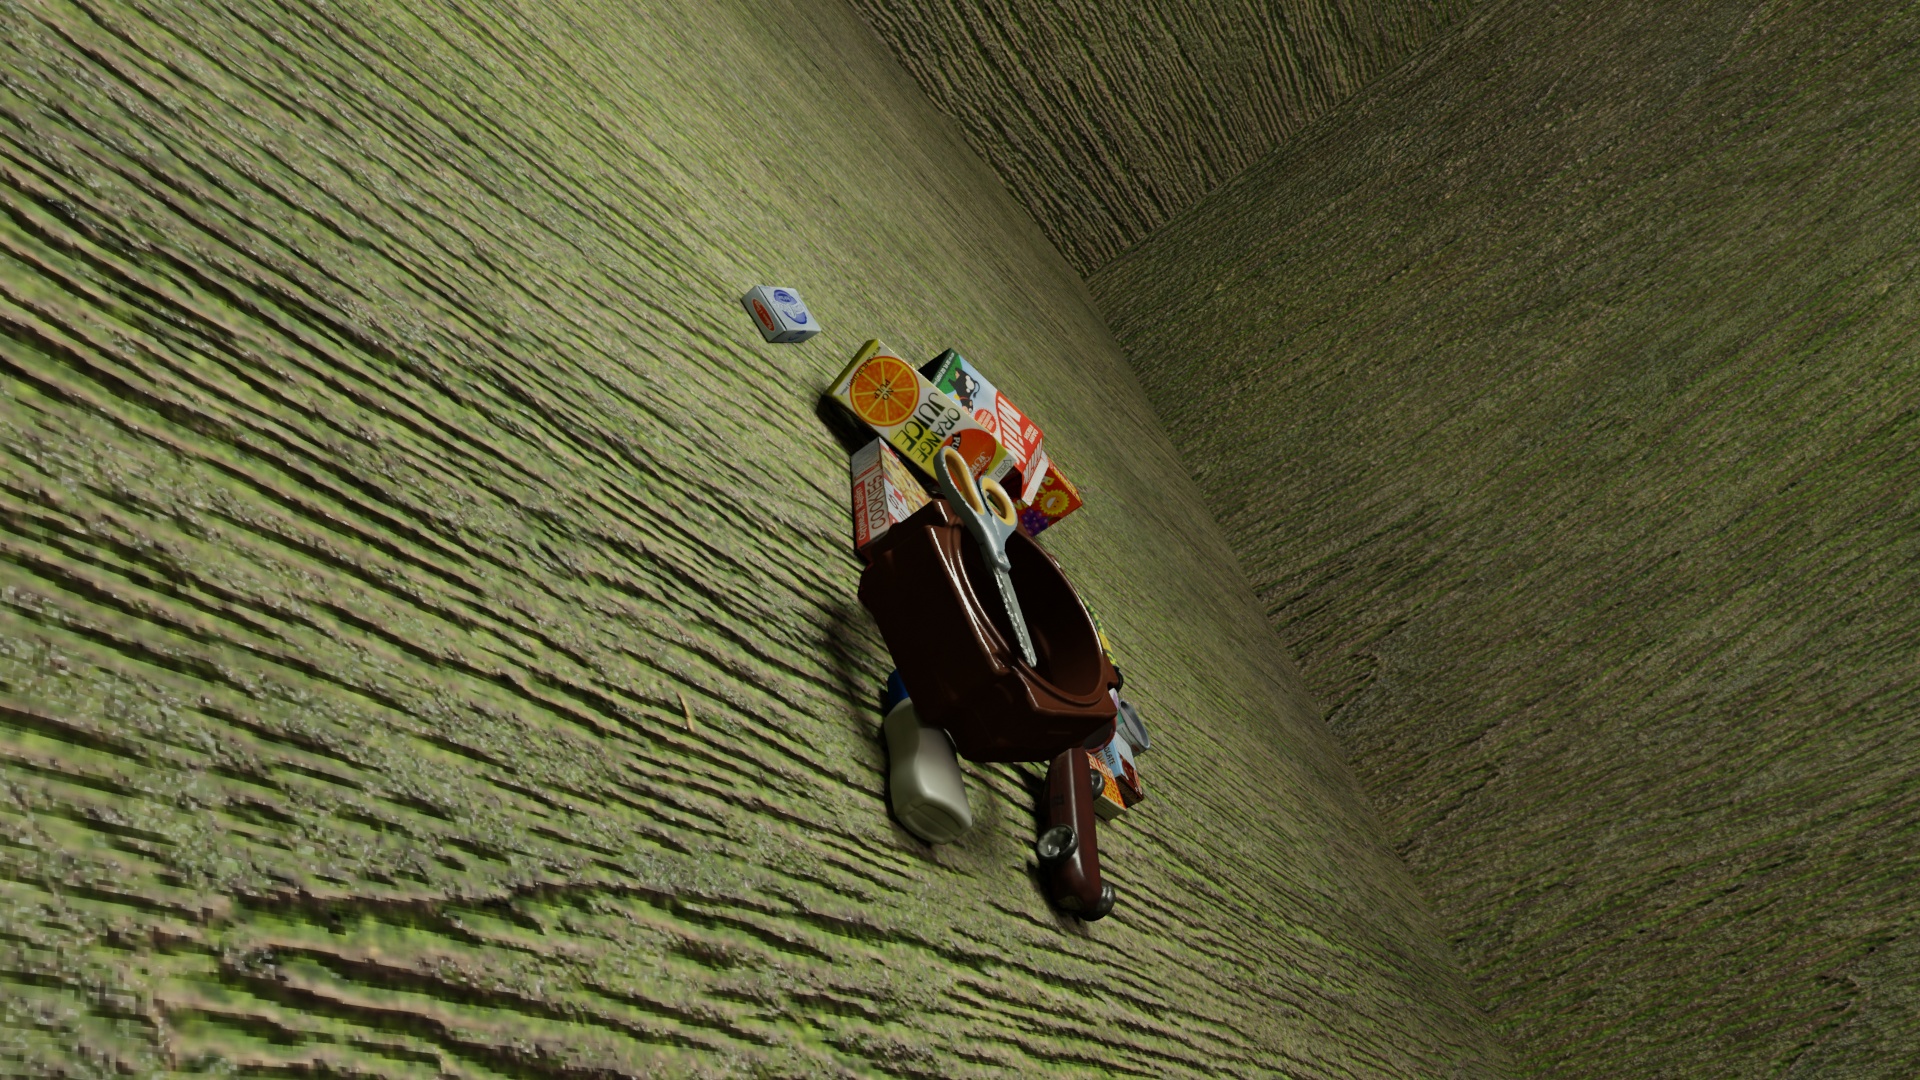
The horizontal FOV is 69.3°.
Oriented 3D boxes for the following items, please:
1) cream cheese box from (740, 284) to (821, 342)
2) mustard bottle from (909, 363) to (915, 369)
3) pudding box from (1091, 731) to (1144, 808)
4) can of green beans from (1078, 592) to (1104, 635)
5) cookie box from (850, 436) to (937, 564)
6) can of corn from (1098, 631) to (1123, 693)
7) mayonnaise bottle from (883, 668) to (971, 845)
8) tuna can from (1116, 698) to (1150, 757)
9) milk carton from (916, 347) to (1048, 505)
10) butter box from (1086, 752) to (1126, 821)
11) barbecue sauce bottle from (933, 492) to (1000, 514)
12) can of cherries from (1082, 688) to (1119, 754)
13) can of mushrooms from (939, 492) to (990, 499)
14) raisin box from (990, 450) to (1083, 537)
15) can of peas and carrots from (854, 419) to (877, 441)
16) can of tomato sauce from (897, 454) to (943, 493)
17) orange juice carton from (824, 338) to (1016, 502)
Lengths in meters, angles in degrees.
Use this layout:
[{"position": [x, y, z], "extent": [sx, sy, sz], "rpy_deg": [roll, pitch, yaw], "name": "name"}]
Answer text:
[{"position": [-0.177, -0.225, 1.380], "extent": [0.053, 0.024, 0.104], "rpy_deg": [57, 16, 1], "name": "cream cheese box"}, {"position": [-0.015, -0.145, 1.660], "extent": [0.160, 0.048, 0.065], "rpy_deg": [54, 20, -9], "name": "mustard bottle"}, {"position": [0.164, 0.239, 1.478], "extent": [0.049, 0.030, 0.084], "rpy_deg": [49, 18, -31], "name": "pudding box"}, {"position": [0.123, 0.099, 1.578], "extent": [0.071, 0.057, 0.071], "rpy_deg": [51, 16, -21], "name": "can of green beans"}, {"position": [-0.049, -0.007, 1.308], "extent": [0.122, 0.040, 0.168], "rpy_deg": [47, 17, -30], "name": "cookie box"}, {"position": [0.141, 0.139, 1.531], "extent": [0.071, 0.071, 0.058], "rpy_deg": [42, 20, -43], "name": "can of corn"}, {"position": [-0.030, 0.156, 1.046], "extent": [0.064, 0.041, 0.149], "rpy_deg": [41, 20, -33], "name": "mayonnaise bottle"}, {"position": [0.185, 0.215, 1.584], "extent": [0.071, 0.033, 0.071], "rpy_deg": [51, 17, -21], "name": "tuna can"}, {"position": [0.024, -0.123, 1.592], "extent": [0.190, 0.073, 0.073], "rpy_deg": [41, 52, -18], "name": "milk carton"}, {"position": [0.125, 0.237, 1.378], "extent": [0.103, 0.024, 0.053], "rpy_deg": [40, 24, -46], "name": "butter box"}, {"position": [0.005, -0.019, 1.486], "extent": [0.148, 0.043, 0.065], "rpy_deg": [22, 40, -63], "name": "barbecue sauce bottle"}, {"position": [0.129, 0.181, 1.427], "extent": [0.071, 0.071, 0.058], "rpy_deg": [54, 16, -9], "name": "can of cherries"}, {"position": [0.004, -0.074, 1.550], "extent": [0.071, 0.071, 0.033], "rpy_deg": [50, 17, -22], "name": "can of mushrooms"}, {"position": [0.084, -0.068, 1.738], "extent": [0.123, 0.086, 0.040], "rpy_deg": [46, 17, -34], "name": "raisin box"}, {"position": [-0.076, -0.140, 1.454], "extent": [0.071, 0.058, 0.071], "rpy_deg": [51, 17, -22], "name": "can of peas and carrots"}, {"position": [-0.027, -0.086, 1.482], "extent": [0.071, 0.071, 0.083], "rpy_deg": [60, 16, 12], "name": "can of tomato sauce"}, {"position": [-0.037, -0.113, 1.384], "extent": [0.192, 0.072, 0.073], "rpy_deg": [39, -2, -14], "name": "orange juice carton"}]
